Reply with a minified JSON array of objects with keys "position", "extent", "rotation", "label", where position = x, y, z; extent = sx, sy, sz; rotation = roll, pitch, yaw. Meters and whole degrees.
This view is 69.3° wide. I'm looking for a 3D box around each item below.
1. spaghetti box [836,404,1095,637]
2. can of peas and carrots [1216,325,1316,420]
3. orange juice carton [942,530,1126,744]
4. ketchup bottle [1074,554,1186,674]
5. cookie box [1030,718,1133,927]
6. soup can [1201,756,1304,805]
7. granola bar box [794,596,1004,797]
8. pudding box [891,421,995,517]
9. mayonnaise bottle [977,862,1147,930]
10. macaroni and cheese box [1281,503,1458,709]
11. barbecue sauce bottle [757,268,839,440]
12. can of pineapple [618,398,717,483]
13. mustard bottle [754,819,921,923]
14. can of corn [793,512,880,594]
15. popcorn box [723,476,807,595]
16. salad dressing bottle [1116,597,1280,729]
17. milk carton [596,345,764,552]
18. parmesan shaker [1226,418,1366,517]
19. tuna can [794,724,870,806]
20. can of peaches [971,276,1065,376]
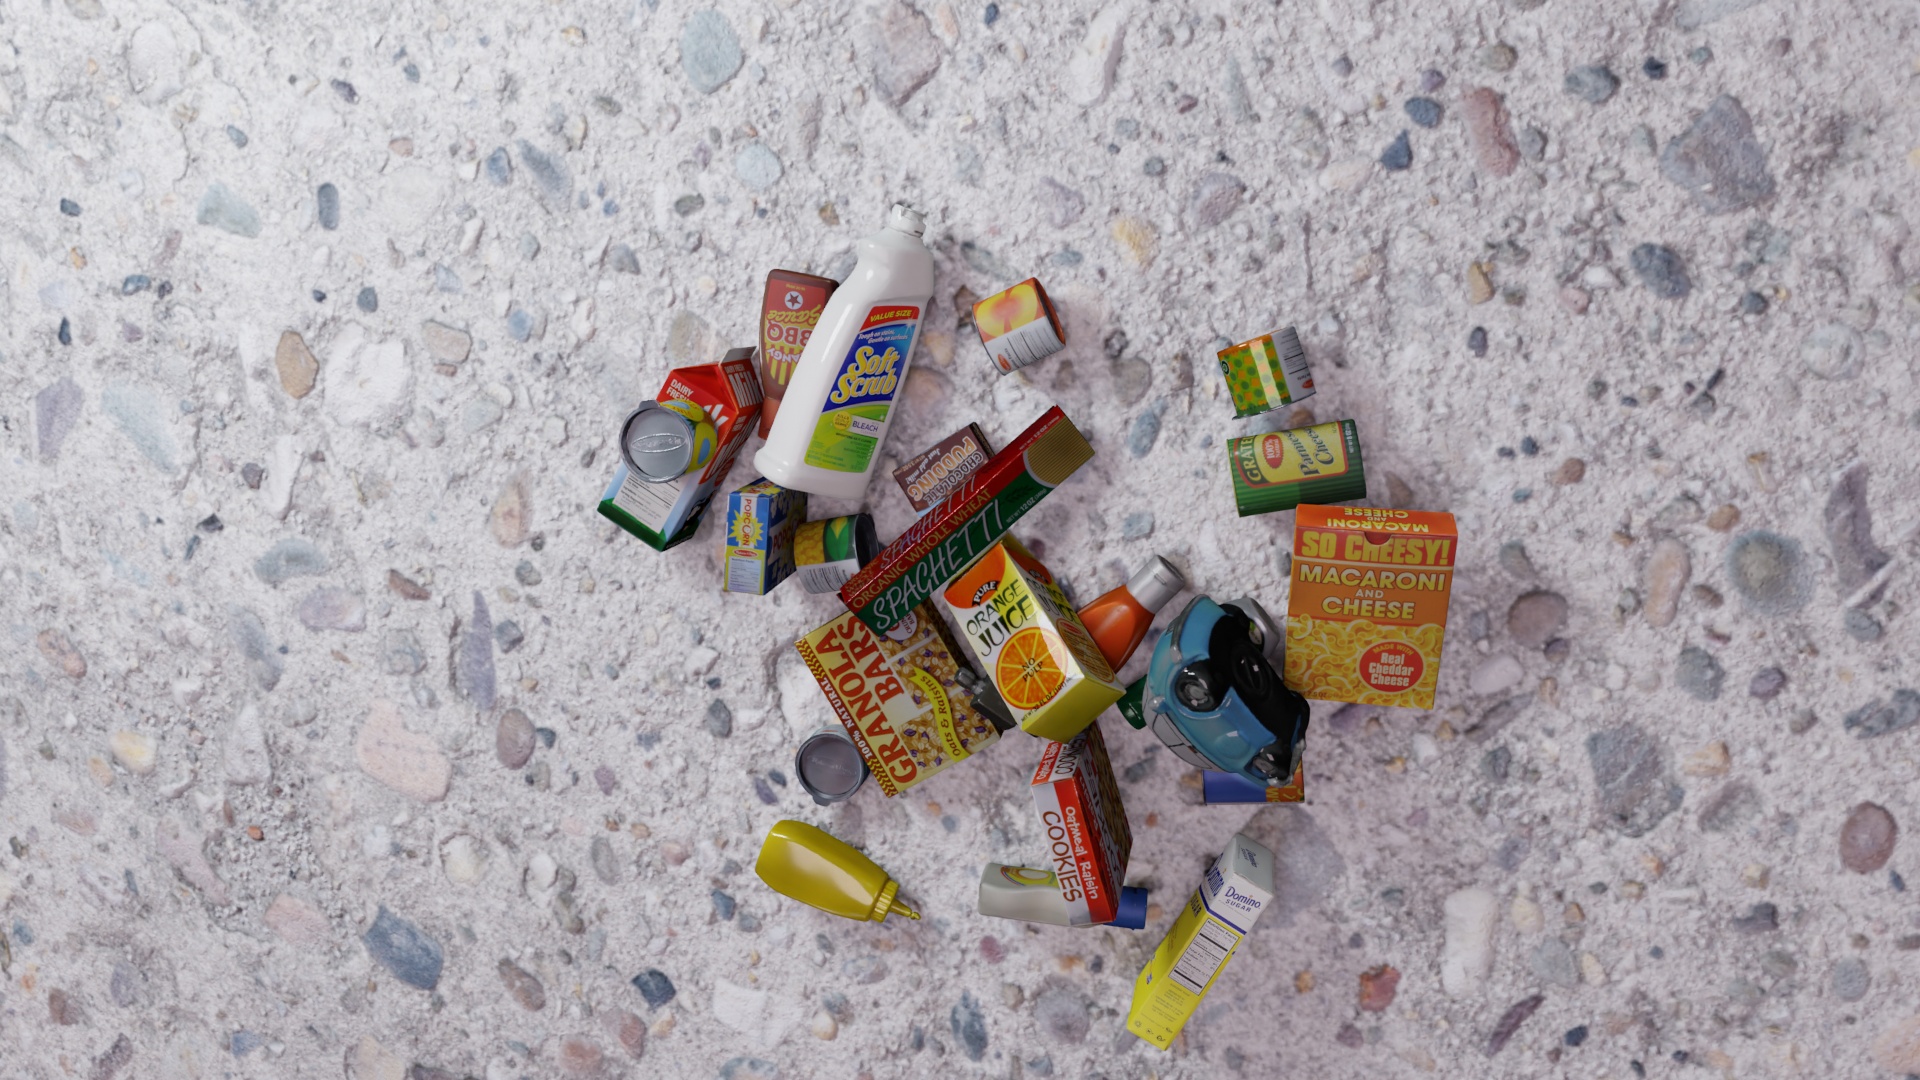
[{"position":[0.004,-0.015,1.185],"extent":[0.250,0.029,0.050],"rotation":[-41,119,4],"label":"spaghetti box"},{"position":[0.245,-0.136,1.126],"extent":[0.071,0.071,0.058],"rotation":[-18,95,15],"label":"can of peas and carrots"},{"position":[0.052,0.072,1.176],"extent":[0.071,0.073,0.193],"rotation":[-43,53,16],"label":"orange juice carton"},{"position":[0.130,0.075,1.199],"extent":[0.065,0.043,0.148],"rotation":[47,105,9],"label":"ketchup bottle"},{"position":[0.105,0.230,1.166],"extent":[0.040,0.168,0.122],"rotation":[-15,97,14],"label":"cookie box"},{"position":[0.248,0.189,1.180],"extent":[0.084,0.071,0.071],"rotation":[-4,99,12],"label":"soup can"},{"position":[-0.053,0.130,1.251],"extent":[0.124,0.039,0.165],"rotation":[-30,92,14],"label":"granola bar box"},{"position":[-0.012,-0.061,1.214],"extent":[0.083,0.030,0.049],"rotation":[-30,93,16],"label":"pudding box"},{"position":[0.092,0.320,1.242],"extent":[0.148,0.065,0.041],"rotation":[5,97,7],"label":"mayonnaise bottle"},{"position":[0.329,0.055,1.127],"extent":[0.124,0.040,0.165],"rotation":[3,120,11],"label":"macaroni and cheese box"},{"position":[-0.148,-0.160,1.220],"extent":[0.065,0.044,0.148],"rotation":[13,102,6],"label":"barbecue sauce bottle"},{"position":[-0.245,-0.086,1.170],"extent":[0.071,0.058,0.071],"rotation":[2,101,11],"label":"can of pineapple"},{"position":[-0.109,0.317,1.290],"extent":[0.160,0.049,0.065],"rotation":[25,104,7],"label":"mustard bottle"},{"position":[-0.109,0.010,1.230],"extent":[0.058,0.071,0.071],"rotation":[-9,98,14],"label":"can of corn"},{"position":[-0.167,-0.008,1.207],"extent":[0.038,0.127,0.085],"rotation":[7,102,7],"label":"popcorn box"},{"position":[0.201,0.108,1.189],"extent":[0.147,0.044,0.064],"rotation":[-38,87,16],"label":"salad dressing bottle"},{"position":[-0.239,-0.091,1.237],"extent":[0.073,0.072,0.190],"rotation":[33,106,4],"label":"milk carton"},{"position":[0.274,-0.061,1.134],"extent":[0.103,0.071,0.071],"rotation":[-10,98,13],"label":"parmesan shaker"},{"position":[-0.117,0.207,1.281],"extent":[0.071,0.033,0.071],"rotation":[2,100,12],"label":"tuna can"},{"position":[0.049,-0.181,1.162],"extent":[0.058,0.071,0.071],"rotation":[-23,94,16],"label":"can of peaches"}]
